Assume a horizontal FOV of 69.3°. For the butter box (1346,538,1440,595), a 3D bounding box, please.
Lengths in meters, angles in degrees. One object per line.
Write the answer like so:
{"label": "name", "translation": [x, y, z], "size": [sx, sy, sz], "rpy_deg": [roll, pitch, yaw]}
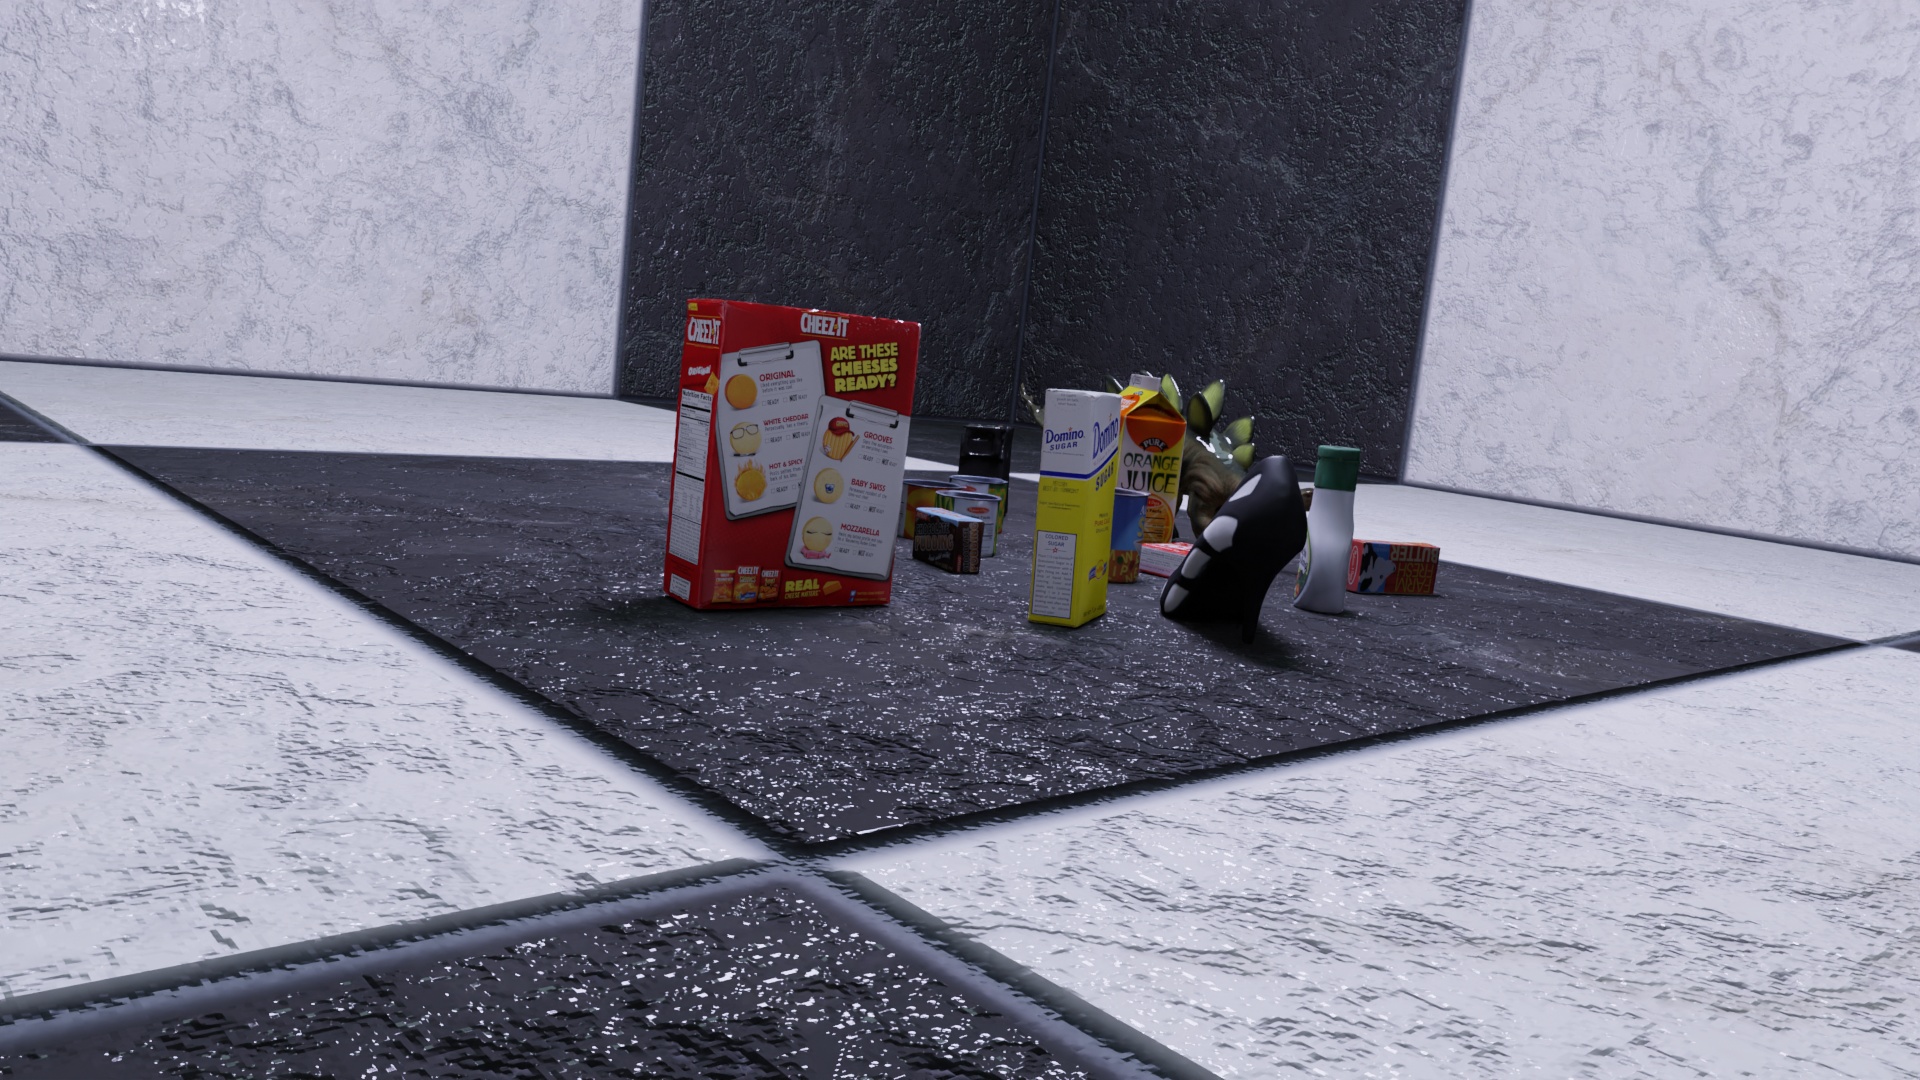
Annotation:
{"label": "butter box", "translation": [0.436, 0.027, 1.404], "size": [0.104, 0.053, 0.024], "rpy_deg": [2, 8, -26]}

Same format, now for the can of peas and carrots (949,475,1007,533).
{"label": "can of peas and carrots", "translation": [0.019, -0.041, 1.565], "size": [0.071, 0.058, 0.071], "rpy_deg": [6, 7, -1]}

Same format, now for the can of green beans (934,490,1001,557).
{"label": "can of green beans", "translation": [0.005, -0.017, 1.375], "size": [0.071, 0.057, 0.071], "rpy_deg": [6, 7, -1]}

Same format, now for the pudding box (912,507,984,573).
{"label": "pudding box", "translation": [-0.012, -0.001, 1.272], "size": [0.030, 0.049, 0.084], "rpy_deg": [2, 8, -29]}

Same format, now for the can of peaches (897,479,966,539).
{"label": "can of peaches", "translation": [-0.032, -0.031, 1.454], "size": [0.071, 0.058, 0.071], "rpy_deg": [6, 7, -1]}

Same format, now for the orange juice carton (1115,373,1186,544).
{"label": "orange juice carton", "translation": [0.183, -0.077, 1.456], "size": [0.073, 0.192, 0.072], "rpy_deg": [4, 7, -18]}

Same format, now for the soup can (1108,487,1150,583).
{"label": "soup can", "translation": [0.141, -0.006, 1.304], "size": [0.071, 0.083, 0.071], "rpy_deg": [6, 7, -1]}

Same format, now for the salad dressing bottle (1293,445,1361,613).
{"label": "salad dressing bottle", "translation": [0.330, -0.011, 1.245], "size": [0.044, 0.147, 0.064], "rpy_deg": [7, 7, 10]}
